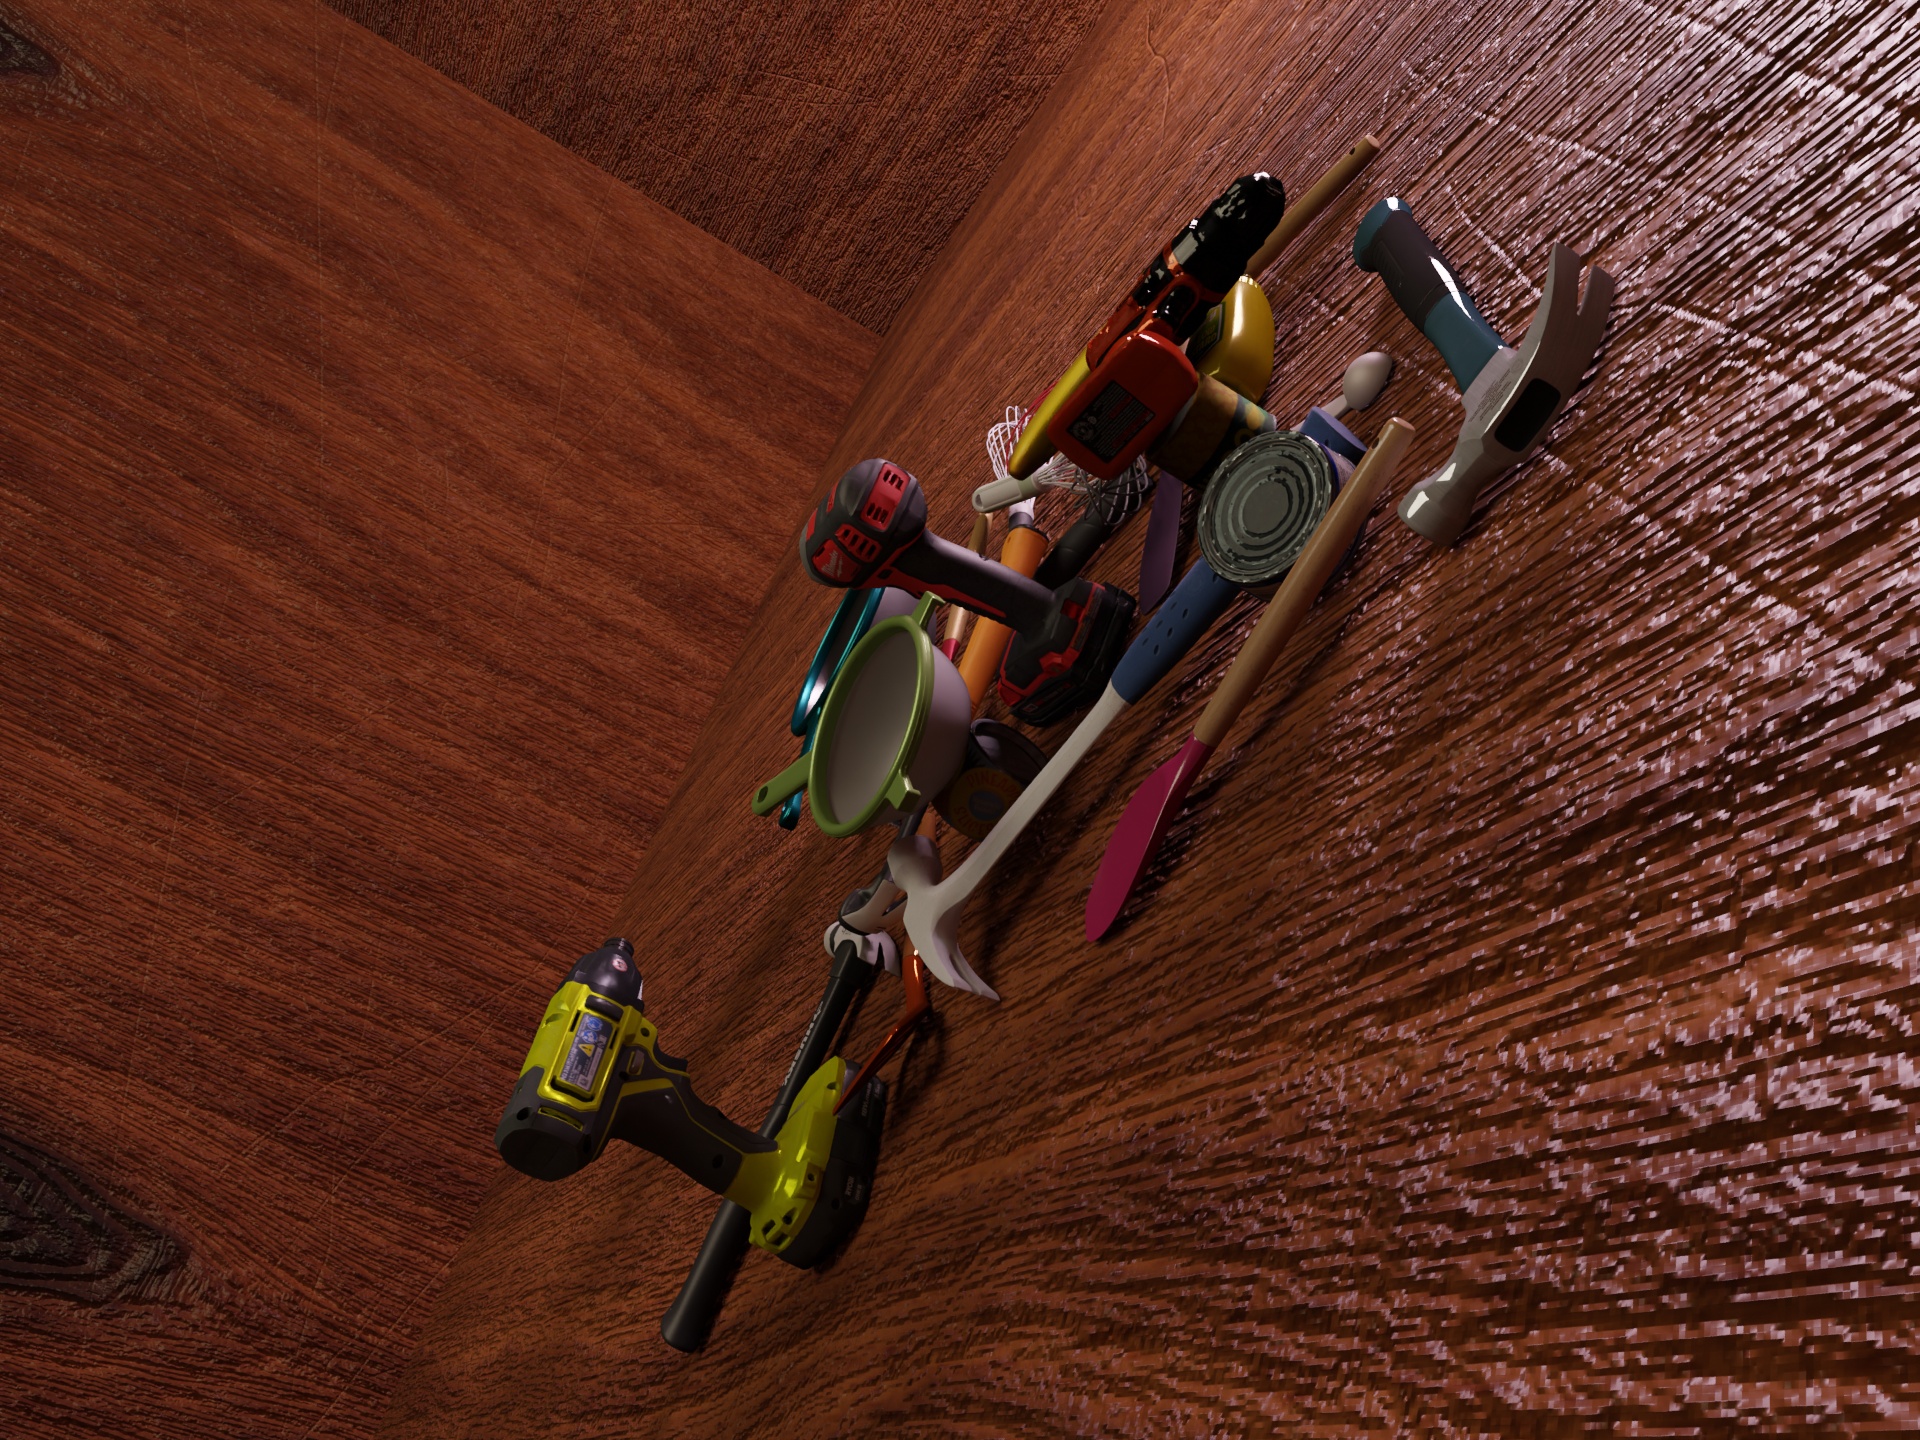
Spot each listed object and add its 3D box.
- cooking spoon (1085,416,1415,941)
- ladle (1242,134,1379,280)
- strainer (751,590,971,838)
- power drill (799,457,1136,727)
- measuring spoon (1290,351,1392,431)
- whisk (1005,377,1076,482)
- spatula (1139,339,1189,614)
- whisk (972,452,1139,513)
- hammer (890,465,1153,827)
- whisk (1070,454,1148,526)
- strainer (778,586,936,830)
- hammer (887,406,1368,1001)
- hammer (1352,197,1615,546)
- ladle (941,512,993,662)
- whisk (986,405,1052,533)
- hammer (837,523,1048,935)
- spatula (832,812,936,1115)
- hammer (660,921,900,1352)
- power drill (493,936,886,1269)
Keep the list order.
[{"bbox_3d":[0.135,-0.011,0.794,0.069,0.017,0.318,-85,20,-59],"label":"cooking spoon"},{"bbox_3d":[0.191,-0.328,1.199,0.320,0.062,0.078,-41,38,48],"label":"ladle"},{"bbox_3d":[-0.063,0.029,1.080,0.256,0.069,0.152,-33,44,53],"label":"strainer"},{"bbox_3d":[-0.005,-0.086,1.081,0.143,0.219,0.079,-33,31,62],"label":"power drill"},{"bbox_3d":[0.207,-0.180,0.925,0.124,0.018,0.034,-35,30,63],"label":"measuring spoon"},{"bbox_3d":[0.139,-0.311,1.351,0.295,0.073,0.073,-49,17,24],"label":"whisk"},{"bbox_3d":[0.152,-0.211,1.115,0.059,0.018,0.316,130,155,-60],"label":"spatula"},{"bbox_3d":[0.072,-0.202,1.317,0.059,0.058,0.246,-20,6,-27],"label":"whisk"},{"bbox_3d":[0.030,-0.064,1.304,0.408,0.036,0.149,-50,19,40],"label":"hammer"},{"bbox_3d":[0.123,-0.194,1.143,0.055,0.055,0.239,-53,2,31],"label":"whisk"},{"bbox_3d":[-0.094,-0.016,1.539,0.211,0.095,0.341,-51,19,46],"label":"strainer"},{"bbox_3d":[0.090,-0.005,0.924,0.405,0.035,0.144,-52,34,23],"label":"hammer"},{"bbox_3d":[0.245,-0.210,0.814,0.128,0.033,0.331,-55,15,28],"label":"hammer"},{"bbox_3d":[-0.005,-0.080,1.332,0.069,0.031,0.316,-50,18,43],"label":"ladle"},{"bbox_3d":[0.057,-0.204,1.450,0.070,0.070,0.285,-52,22,35],"label":"whisk"},{"bbox_3d":[-0.002,-0.004,1.170,0.337,0.034,0.127,-68,12,-22],"label":"hammer"},{"bbox_3d":[-0.039,0.152,1.121,0.081,0.041,0.323,-56,14,26],"label":"spatula"},{"bbox_3d":[-0.135,0.303,1.183,0.335,0.035,0.146,-65,13,-13],"label":"hammer"},{"bbox_3d":[-0.165,0.240,1.015,0.080,0.223,0.171,-52,17,35],"label":"power drill"}]
